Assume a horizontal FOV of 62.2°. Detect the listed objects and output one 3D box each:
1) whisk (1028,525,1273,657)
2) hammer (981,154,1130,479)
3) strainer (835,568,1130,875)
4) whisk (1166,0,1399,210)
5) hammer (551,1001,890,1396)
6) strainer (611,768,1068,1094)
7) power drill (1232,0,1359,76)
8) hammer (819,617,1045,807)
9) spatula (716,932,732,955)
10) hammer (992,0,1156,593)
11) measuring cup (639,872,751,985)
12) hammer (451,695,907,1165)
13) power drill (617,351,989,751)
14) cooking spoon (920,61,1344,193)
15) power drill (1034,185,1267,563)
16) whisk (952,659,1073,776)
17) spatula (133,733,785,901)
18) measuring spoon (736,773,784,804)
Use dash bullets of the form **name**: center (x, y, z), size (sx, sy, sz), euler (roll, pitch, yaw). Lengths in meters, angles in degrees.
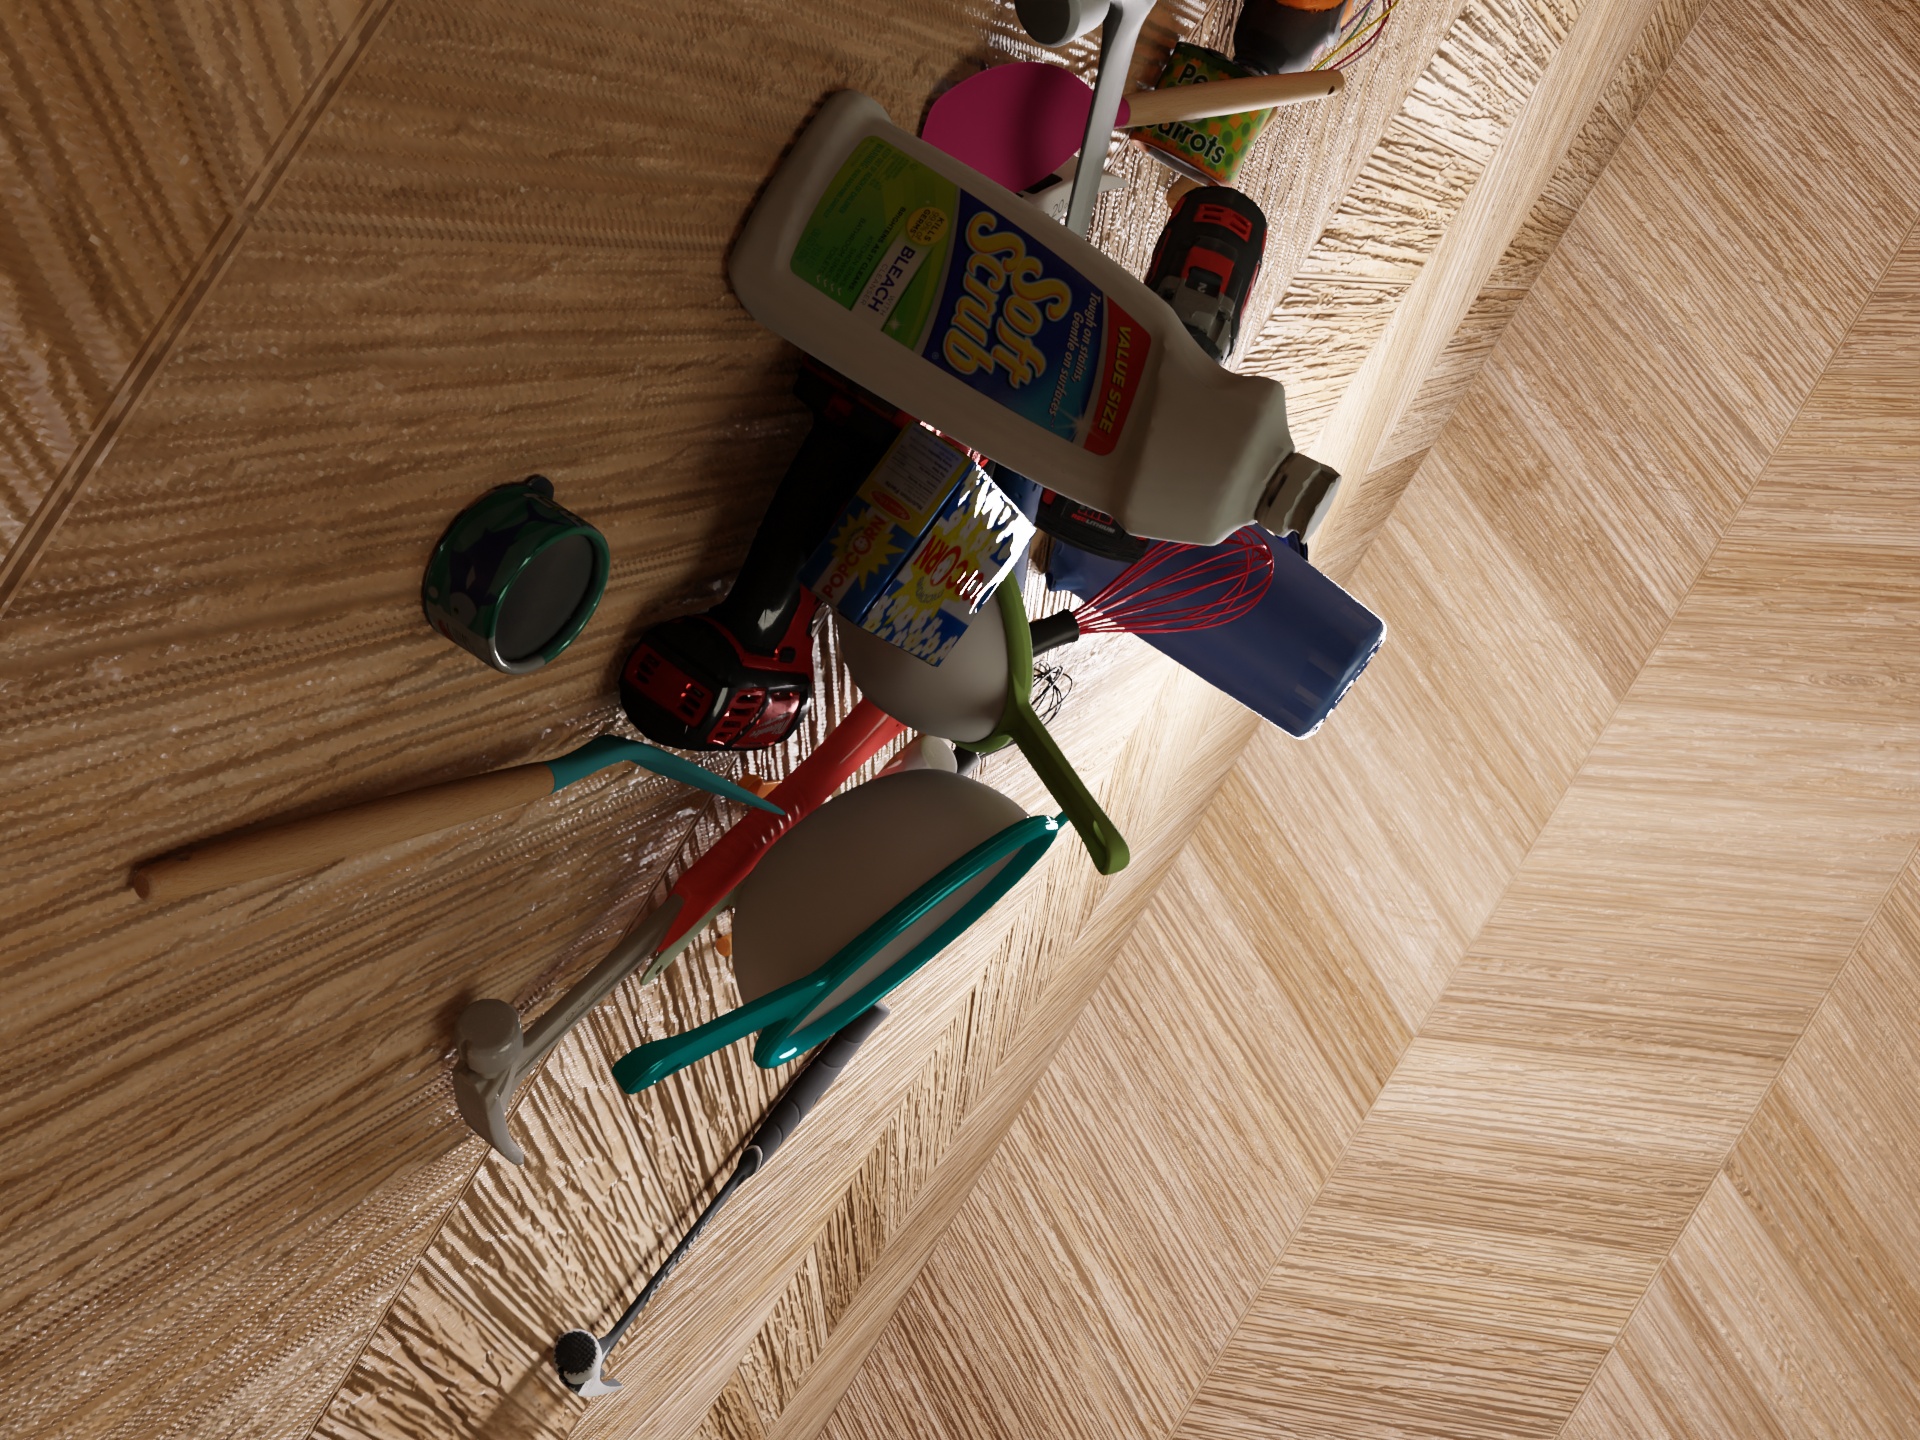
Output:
- **whisk**: center (0.090, -0.069, 1.065), size (0.296, 0.073, 0.073), euler (-21, 149, -21)
- **hammer**: center (0.020, -0.172, 0.925), size (0.146, 0.035, 0.334), euler (-46, 160, -34)
- **strainer**: center (-0.003, -0.011, 0.839), size (0.069, 0.257, 0.151), euler (-16, 143, -26)
- **whisk**: center (0.214, -0.417, 1.043), size (0.245, 0.047, 0.051), euler (-50, 163, -17)
- **hammer**: center (-0.187, 0.388, 1.337), size (0.409, 0.036, 0.149), euler (-49, 163, -30)
- **strainer**: center (-0.084, 0.101, 0.830), size (0.211, 0.095, 0.340), euler (-45, 166, 26)
- **power drill**: center (0.191, -0.443, 0.861), size (0.164, 0.084, 0.226), euler (-59, 168, 3)
- **hammer**: center (-0.002, -0.004, 1.113), size (0.130, 0.031, 0.331), euler (-34, -174, 31)
- **spatula**: center (-0.078, 0.124, 1.170), size (0.081, 0.041, 0.322), euler (-28, 171, 29)
- **hammer**: center (0.053, -0.209, 0.815), size (0.144, 0.035, 0.405), euler (-39, 157, -32)
- **measuring cup**: center (-0.134, 0.120, 0.992), size (0.168, 0.038, 0.083), euler (-45, 159, -45)
- **hammer**: center (-0.139, 0.092, 0.900), size (0.359, 0.037, 0.149), euler (-45, 162, -33)
- **power drill**: center (-0.067, -0.082, 0.765), size (0.219, 0.078, 0.143), euler (-58, 164, 9)
- **cooking spoon**: center (0.097, -0.310, 0.805), size (0.319, 0.017, 0.068), euler (-24, 148, -37)
- **power drill**: center (0.108, -0.181, 0.947), size (0.226, 0.080, 0.188), euler (114, -4, -64)
- **whisk**: center (0.008, 0.029, 1.241), size (0.239, 0.055, 0.055), euler (-44, 159, -30)
- **spatula**: center (-0.192, 0.040, 0.659), size (0.317, 0.082, 0.044), euler (-17, 120, -59)
- **measuring spoon**: center (-0.114, 0.042, 0.970), size (0.021, 0.011, 0.117), euler (-56, 168, 4)
